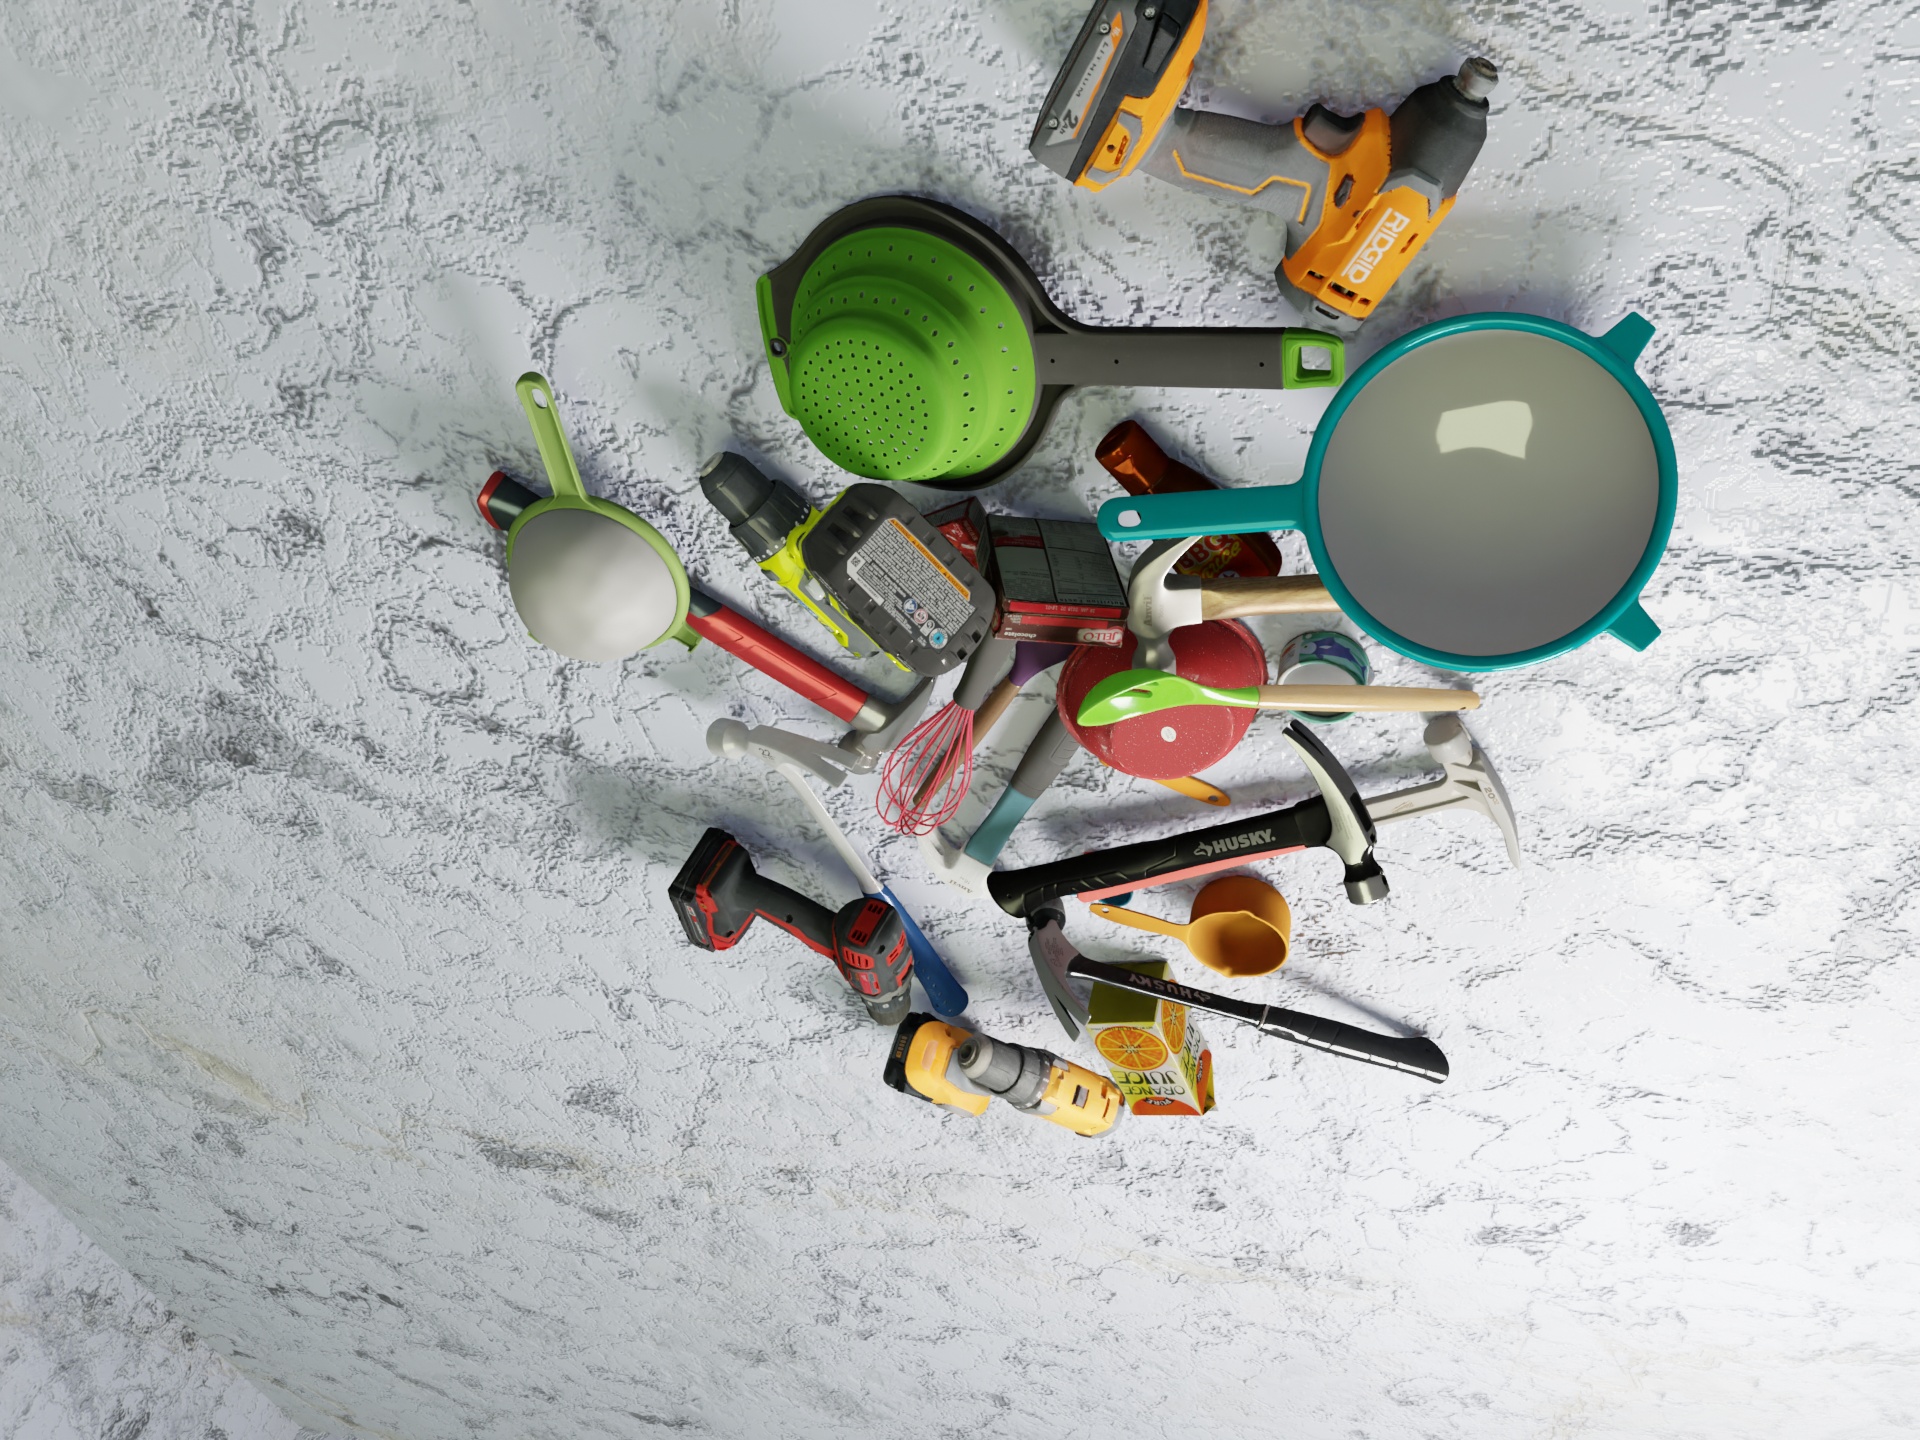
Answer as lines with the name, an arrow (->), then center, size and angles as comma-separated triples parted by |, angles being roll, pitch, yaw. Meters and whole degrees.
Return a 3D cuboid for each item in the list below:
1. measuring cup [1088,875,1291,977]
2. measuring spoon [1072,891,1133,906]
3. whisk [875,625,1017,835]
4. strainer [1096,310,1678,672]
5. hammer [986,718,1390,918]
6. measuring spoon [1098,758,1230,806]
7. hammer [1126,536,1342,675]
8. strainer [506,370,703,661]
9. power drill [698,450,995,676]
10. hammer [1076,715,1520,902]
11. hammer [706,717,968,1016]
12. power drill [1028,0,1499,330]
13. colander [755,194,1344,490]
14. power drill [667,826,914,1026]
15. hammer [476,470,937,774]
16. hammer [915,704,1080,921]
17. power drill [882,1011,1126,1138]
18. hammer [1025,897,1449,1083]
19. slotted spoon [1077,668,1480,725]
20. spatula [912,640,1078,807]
measuring cup -> 0.201, 0.165, 1.378 | 0.173, 0.052, 0.095 | 13, 136, 10
measuring spoon -> 0.099, 0.143, 1.421 | 0.129, 0.021, 0.042 | -2, 122, 34
whisk -> -0.002, -0.004, 1.243 | 0.073, 0.073, 0.295 | 23, 134, -4
strainer -> 0.260, -0.136, 0.997 | 0.340, 0.095, 0.211 | -2, 96, 20
hammer -> 0.164, 0.103, 1.277 | 0.335, 0.035, 0.146 | -16, 98, 32
measuring spoon -> 0.166, 0.049, 1.301 | 0.117, 0.011, 0.021 | 22, 137, -2
hammer -> 0.277, -0.090, 1.067 | 0.331, 0.031, 0.130 | -3, 127, 8
strainer -> -0.296, -0.134, 1.191 | 0.151, 0.069, 0.256 | 4, 134, 14
power drill -> -0.087, -0.114, 1.117 | 0.190, 0.080, 0.229 | 44, 170, -24
hammer -> 0.259, 0.100, 1.289 | 0.359, 0.037, 0.149 | -18, 125, 29
hammer -> -0.081, 0.146, 1.441 | 0.144, 0.035, 0.405 | 10, 144, 37
power drill -> 0.170, -0.329, 0.875 | 0.226, 0.084, 0.164 | 24, 136, -11
colander -> 0.032, -0.213, 0.988 | 0.397, 0.094, 0.204 | 7, 127, 23
power drill -> -0.145, 0.203, 1.481 | 0.227, 0.080, 0.187 | 19, 149, 18
hammer -> -0.202, -0.094, 1.273 | 0.386, 0.038, 0.143 | 31, 134, -12
hammer -> 0.061, 0.048, 1.319 | 0.128, 0.033, 0.330 | 28, 135, -3
power drill -> 0.020, 0.333, 1.515 | 0.185, 0.084, 0.226 | 30, 160, -34
hammer -> 0.249, 0.257, 1.386 | 0.408, 0.149, 0.036 | 17, 121, -16
slotted spoon -> 0.228, -0.016, 1.114 | 0.313, 0.031, 0.070 | 0, 157, -18
spatula -> 0.031, -0.019, 1.277 | 0.059, 0.018, 0.315 | 31, 135, -6
